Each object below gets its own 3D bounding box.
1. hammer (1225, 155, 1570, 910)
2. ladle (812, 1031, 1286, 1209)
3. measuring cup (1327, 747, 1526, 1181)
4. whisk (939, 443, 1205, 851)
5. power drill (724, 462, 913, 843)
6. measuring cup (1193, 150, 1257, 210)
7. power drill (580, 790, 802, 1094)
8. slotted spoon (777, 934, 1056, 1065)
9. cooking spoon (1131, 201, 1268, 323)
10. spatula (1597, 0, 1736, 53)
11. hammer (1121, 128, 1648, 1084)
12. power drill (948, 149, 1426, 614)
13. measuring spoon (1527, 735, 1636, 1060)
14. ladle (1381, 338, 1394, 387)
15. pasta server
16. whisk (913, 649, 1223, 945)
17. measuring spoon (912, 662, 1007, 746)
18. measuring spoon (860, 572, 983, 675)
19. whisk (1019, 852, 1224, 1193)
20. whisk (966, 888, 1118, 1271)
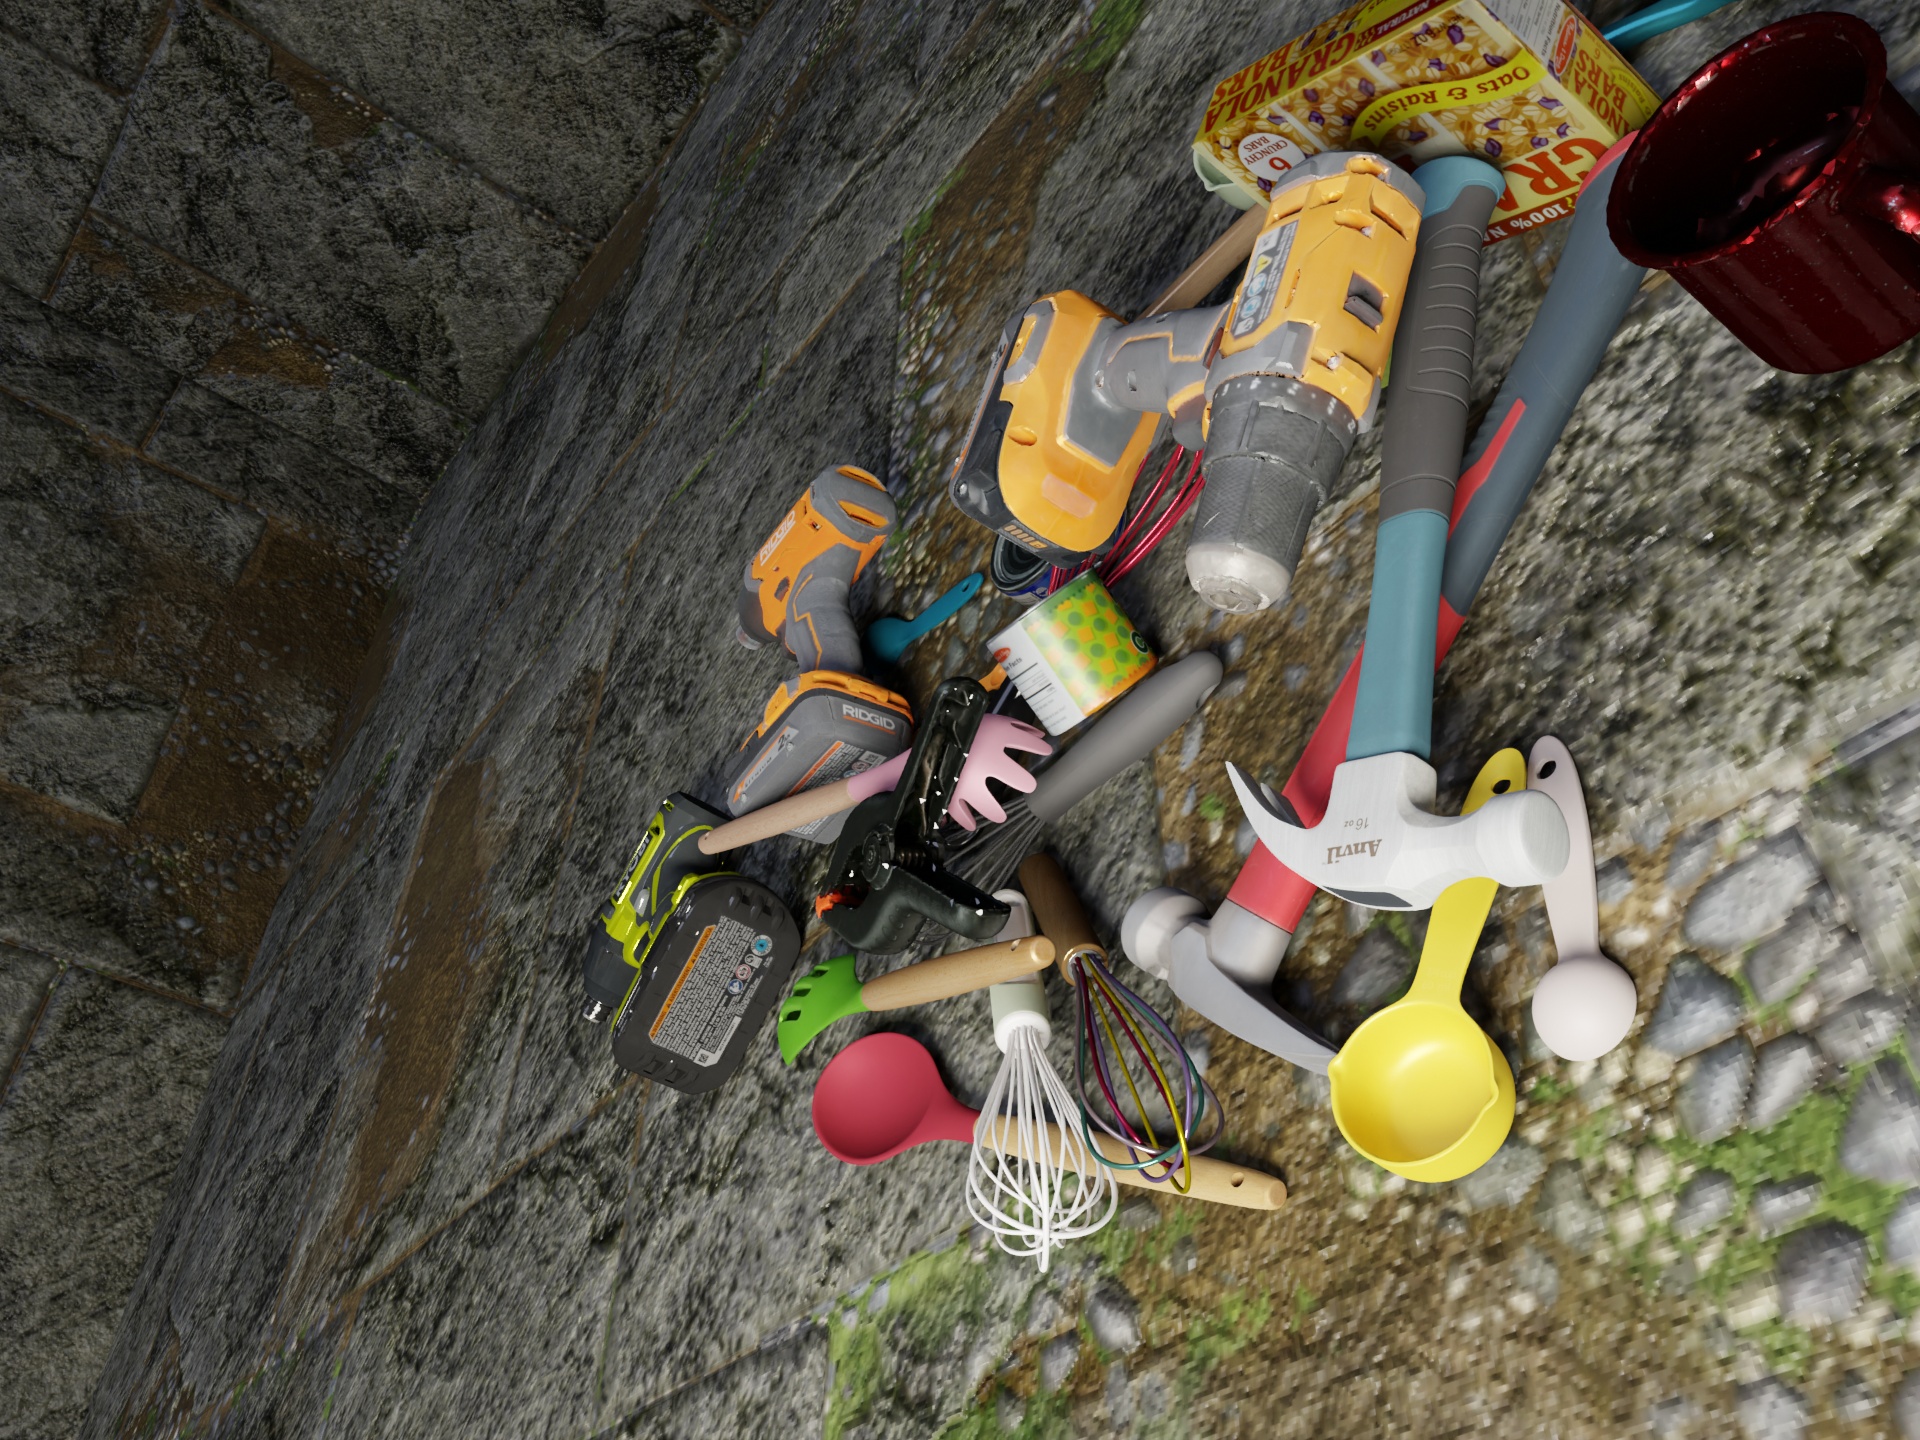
[{"bbox_3d":[0.174,-0.085,0.603,0.128,0.033,0.331,-18,51,49],"label":"hammer"},{"bbox_3d":[0.026,0.182,0.700,0.315,0.031,0.069,-8,51,56],"label":"ladle"},{"bbox_3d":[0.173,0.082,0.541,0.062,0.029,0.157,-2,56,47],"label":"measuring cup"},{"bbox_3d":[0.057,-0.061,0.841,0.296,0.073,0.073,-63,26,9],"label":"whisk"},{"bbox_3d":[-0.101,-0.038,1.037,0.164,0.084,0.227,-45,38,39],"label":"power drill"},{"bbox_3d":[0.197,-0.303,0.862,0.083,0.038,0.168,-56,44,6],"label":"measuring cup"},{"bbox_3d":[-0.191,0.151,1.057,0.171,0.080,0.223,-61,23,-1],"label":"power drill"},{"bbox_3d":[-0.031,0.130,0.779,0.070,0.031,0.314,-59,13,-26],"label":"slotted spoon"},{"bbox_3d":[0.180,-0.282,0.820,0.319,0.017,0.069,-42,37,11],"label":"cooking spoon"},{"bbox_3d":[0.258,-0.297,0.722,0.317,0.044,0.082,-24,45,48],"label":"spatula"},{"bbox_3d":[0.195,-0.051,0.613,0.386,0.038,0.143,-62,28,0],"label":"hammer"},{"bbox_3d":[0.086,-0.123,0.678,0.226,0.084,0.185,-7,61,58],"label":"power drill"},{"bbox_3d":[0.198,0.053,0.530,0.034,0.018,0.124,-35,36,42],"label":"measuring spoon"},{"bbox_3d":[0.139,-0.204,0.836,0.320,0.062,0.078,-161,74,-66],"label":"ladle"},{"bbox_3d":[-0.064,0.047,0.875,0.316,0.040,0.060,-21,35,52],"label":"pasta server"},{"bbox_3d":[0.038,0.040,0.790,0.239,0.055,0.055,-41,33,27],"label":"whisk"},{"bbox_3d":[-0.001,-0.003,0.942,0.117,0.011,0.021,-39,30,43],"label":"measuring spoon"},{"bbox_3d":[-0.030,-0.069,1.034,0.128,0.021,0.042,-33,39,46],"label":"measuring spoon"},{"bbox_3d":[0.057,0.118,0.675,0.051,0.047,0.245,-38,22,5],"label":"whisk"},{"bbox_3d":[0.027,0.139,0.683,0.246,0.058,0.059,-96,5,-66],"label":"whisk"}]
